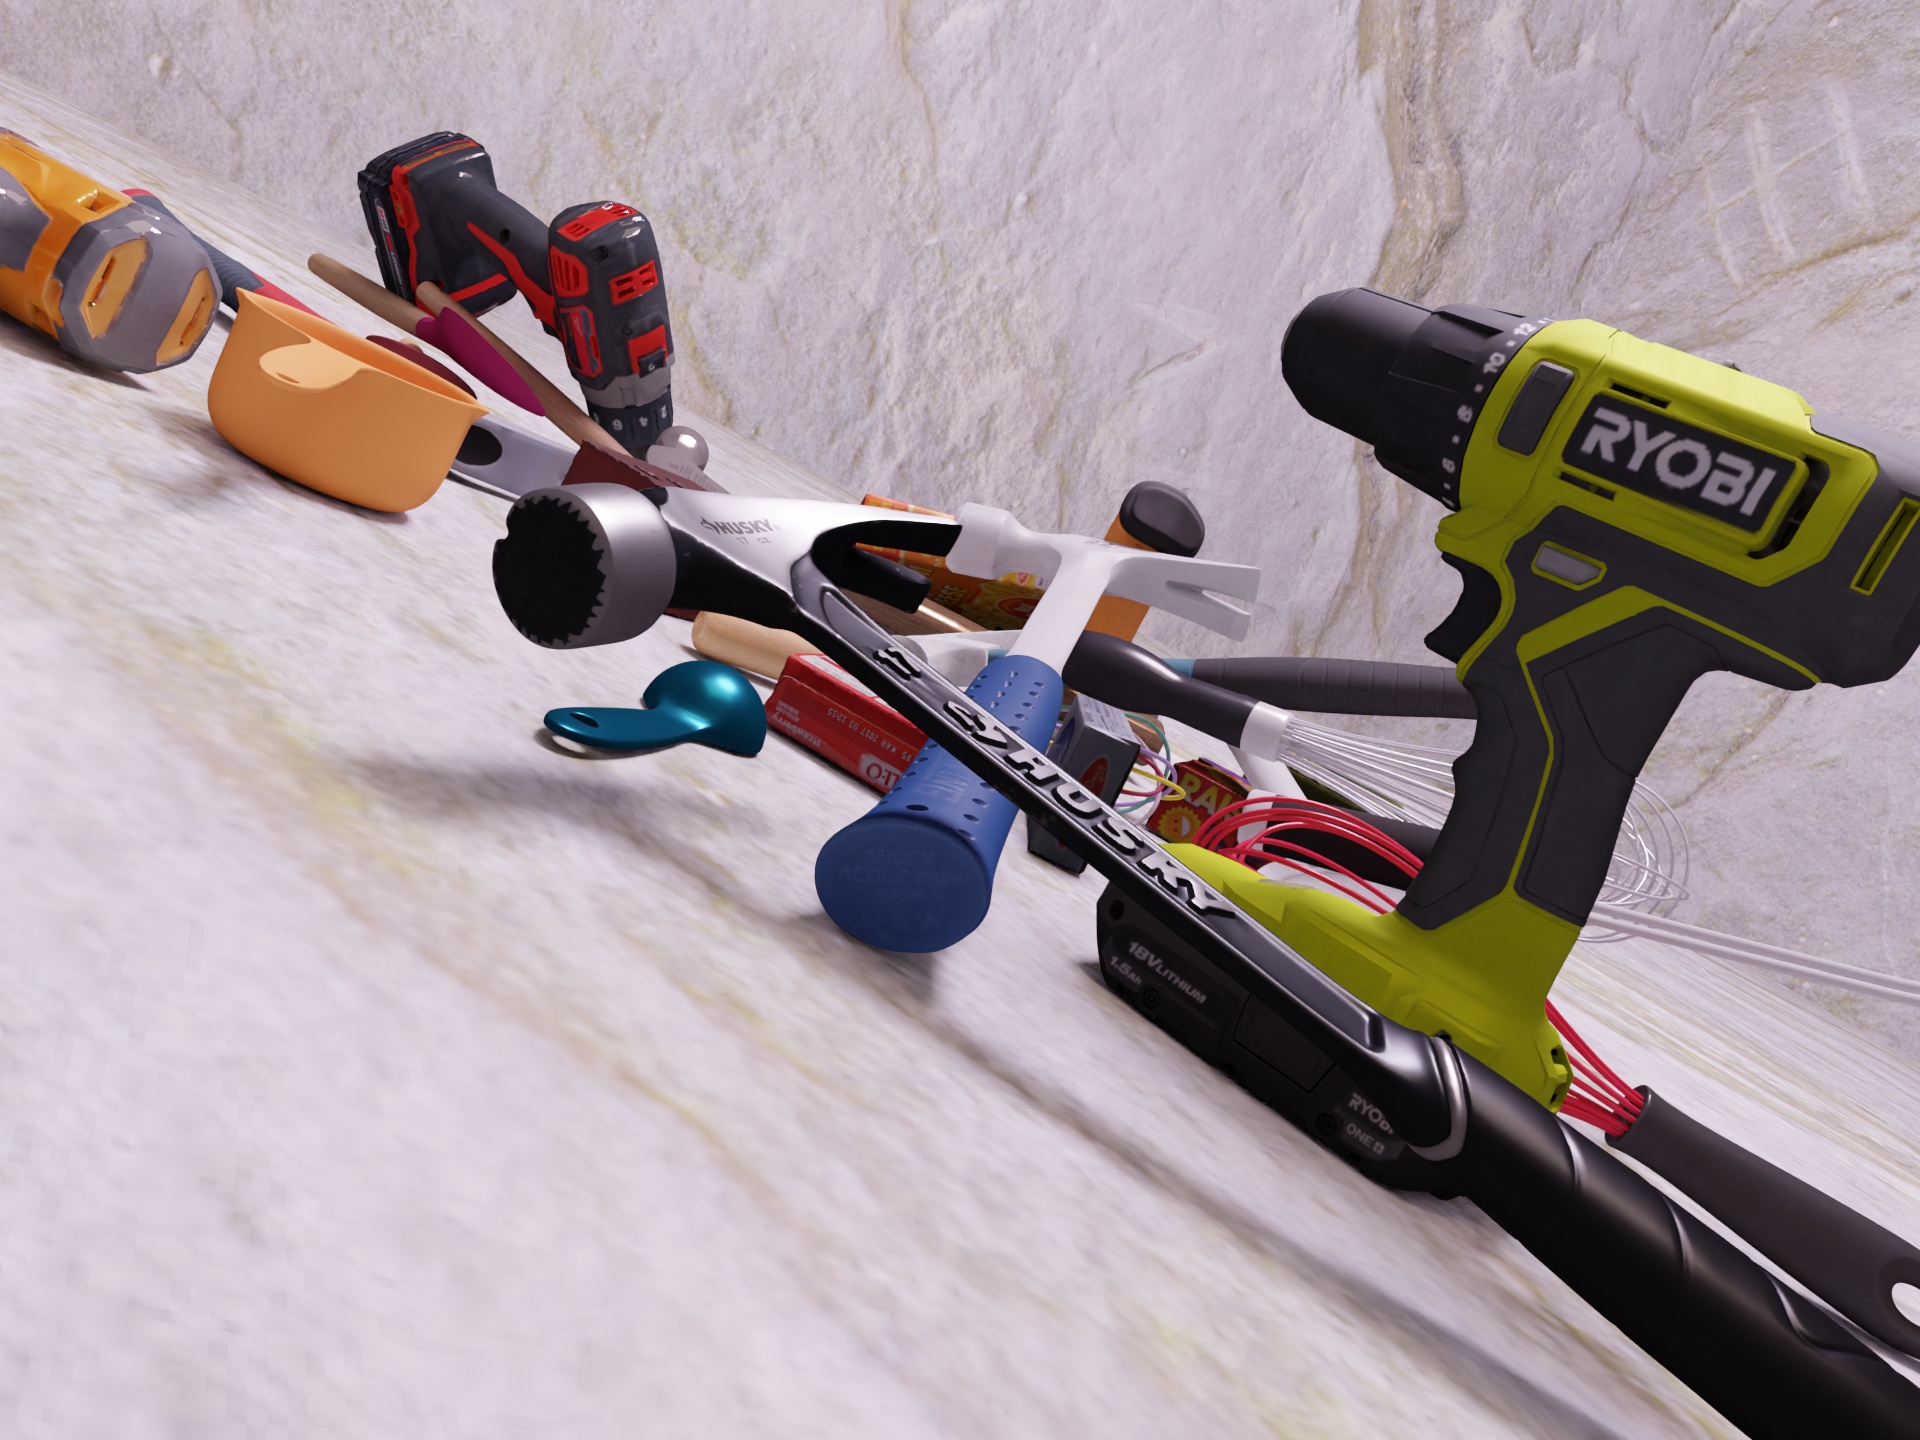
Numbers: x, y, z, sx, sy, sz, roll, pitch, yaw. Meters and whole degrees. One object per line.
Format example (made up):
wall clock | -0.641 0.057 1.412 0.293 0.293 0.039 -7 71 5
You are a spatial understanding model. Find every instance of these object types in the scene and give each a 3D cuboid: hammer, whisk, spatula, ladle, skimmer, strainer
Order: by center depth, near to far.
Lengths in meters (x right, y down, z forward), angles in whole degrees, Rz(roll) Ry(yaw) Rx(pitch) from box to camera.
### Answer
hammer | 0.085 0.067 0.343 0.409 0.036 0.149 38 24 18
whisk | 0.202 0.120 0.524 0.296 0.073 0.073 33 8 6
skimmer | 0.270 0.109 0.554 0.363 0.090 0.127 15 18 16
hammer | 0.030 -0.018 0.563 0.144 0.035 0.405 13 19 7
whisk | 0.158 0.017 0.665 0.285 0.070 0.070 23 5 24
whisk | 0.000 -0.003 0.681 0.244 0.051 0.047 20 16 -28
strainer | 0.151 0.052 0.695 0.087 0.050 0.259 3 24 -7
hammer | 0.128 -0.020 0.776 0.331 0.033 0.128 4 6 13
hammer | -0.350 -0.210 0.855 0.387 0.038 0.143 33 8 34
hammer | -0.029 -0.059 0.883 0.331 0.031 0.130 28 22 -13
hammer | 0.078 -0.059 0.902 0.127 0.034 0.336 28 -14 5
spatula | -0.208 -0.159 0.918 0.316 0.018 0.059 41 9 15
ladle | -0.353 -0.231 1.023 0.069 0.031 0.316 32 3 -26

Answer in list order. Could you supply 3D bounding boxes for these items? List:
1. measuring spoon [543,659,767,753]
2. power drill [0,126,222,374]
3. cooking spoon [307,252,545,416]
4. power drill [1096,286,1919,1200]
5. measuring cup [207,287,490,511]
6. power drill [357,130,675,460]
measuring spoon | -0.087 -0.006 0.470 0.042 0.021 0.128 29 7 9
power drill | -0.386 -0.199 0.520 0.185 0.084 0.226 30 4 19
cooking spoon | -0.332 -0.242 0.959 0.319 0.017 0.068 33 -17 42
power drill | 0.135 -0.005 0.451 0.191 0.228 0.080 33 9 33
measuring cup | -0.221 -0.102 0.542 0.095 0.052 0.174 25 10 -15
power drill | -0.259 -0.248 0.978 0.227 0.187 0.080 32 53 29
